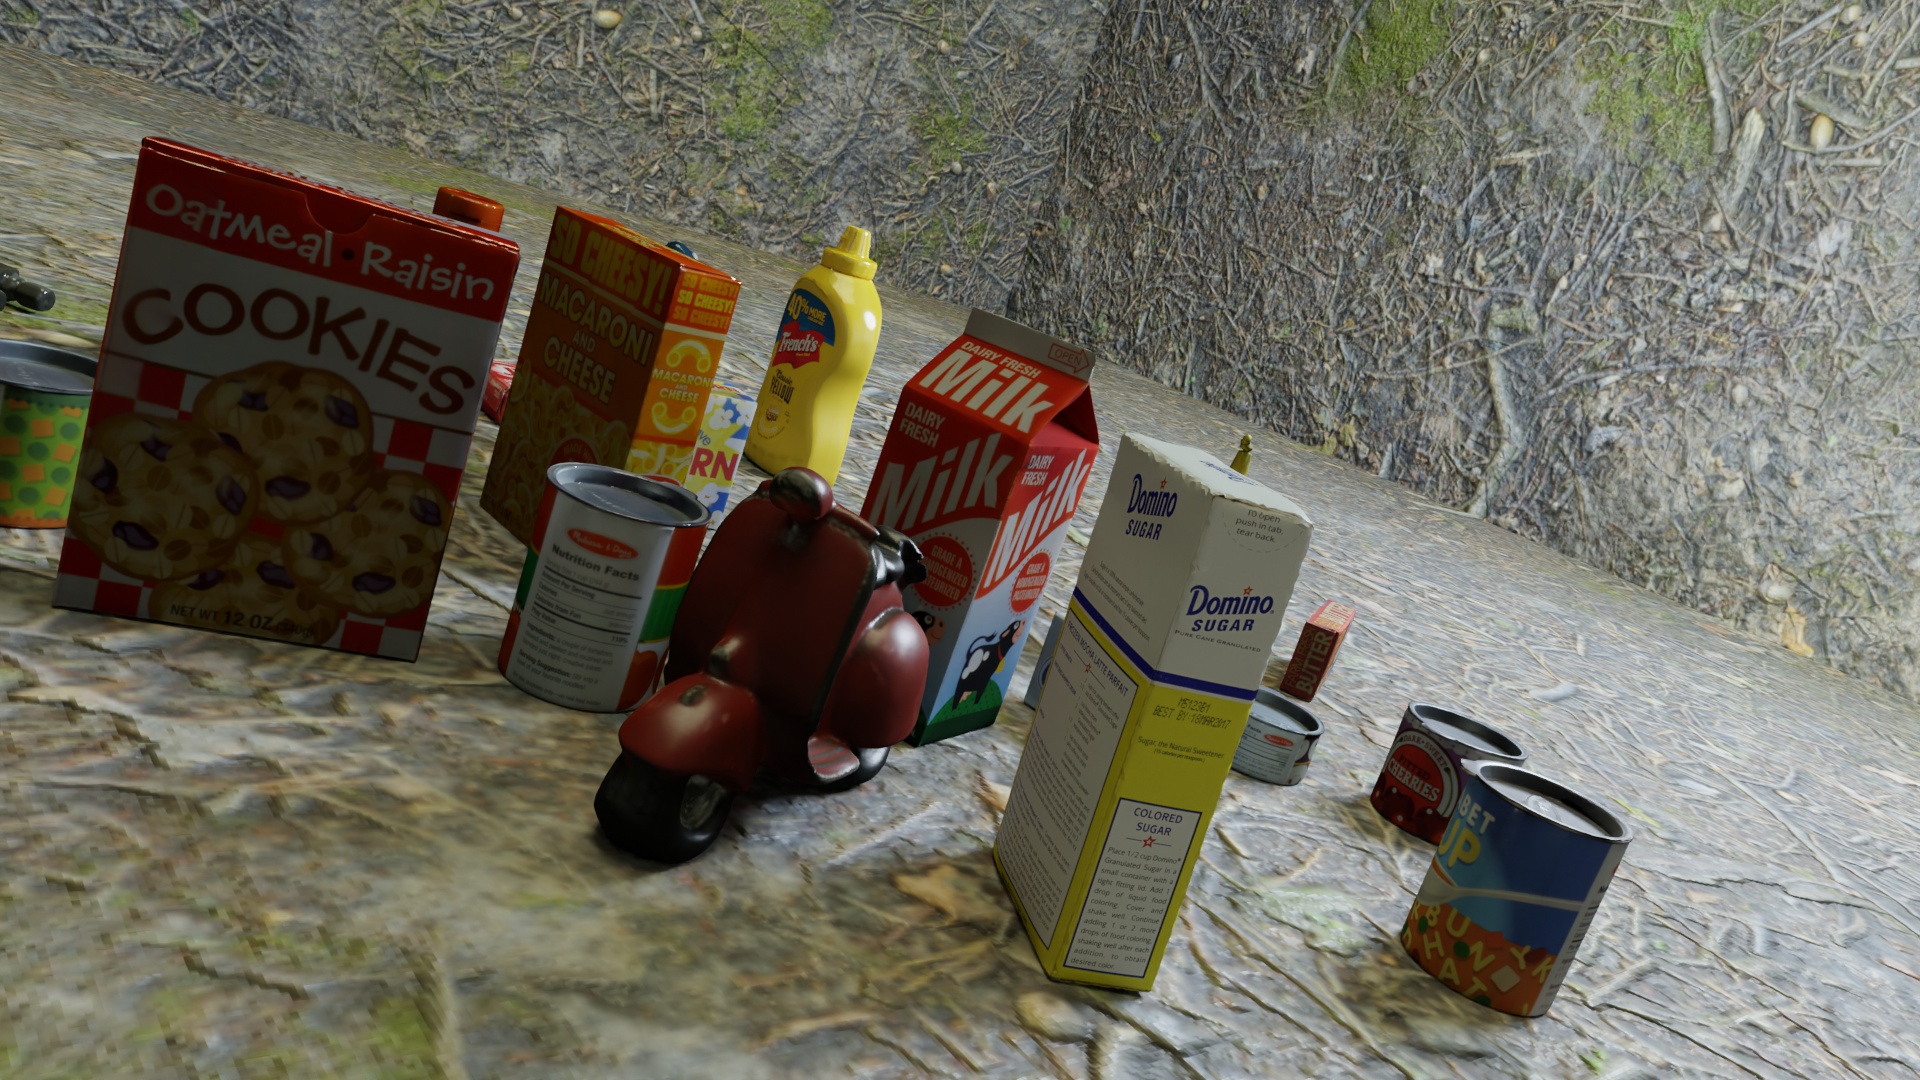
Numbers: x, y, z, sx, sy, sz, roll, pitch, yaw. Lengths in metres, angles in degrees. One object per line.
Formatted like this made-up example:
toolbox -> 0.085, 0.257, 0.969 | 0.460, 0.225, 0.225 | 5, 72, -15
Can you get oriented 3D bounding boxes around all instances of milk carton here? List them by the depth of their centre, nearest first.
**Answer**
milk carton -> 0.002, -0.008, 0.646 | 0.072, 0.190, 0.073 | 26, 14, 27

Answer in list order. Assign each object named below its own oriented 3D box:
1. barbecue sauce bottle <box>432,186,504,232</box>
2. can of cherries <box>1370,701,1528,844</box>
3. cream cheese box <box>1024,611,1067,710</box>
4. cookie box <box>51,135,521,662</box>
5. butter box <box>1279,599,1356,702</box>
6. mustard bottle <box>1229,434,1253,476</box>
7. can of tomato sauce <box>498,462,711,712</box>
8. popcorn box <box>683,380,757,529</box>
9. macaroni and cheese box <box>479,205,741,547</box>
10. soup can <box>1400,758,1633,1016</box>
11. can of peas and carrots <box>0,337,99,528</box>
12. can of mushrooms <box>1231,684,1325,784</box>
barbecue sauce bottle -> -0.297, -0.125, 0.795 | 0.065, 0.148, 0.044 | 15, 13, -17
can of cherries -> 0.262, 0.127, 0.752 | 0.071, 0.058, 0.071 | 18, 13, -4
cream cheese box -> 0.081, 0.081, 0.698 | 0.024, 0.053, 0.104 | 5, 19, -47
cookie box -> -0.243, -0.047, 0.507 | 0.123, 0.167, 0.040 | 13, 14, -25
butter box -> 0.249, 0.075, 0.963 | 0.024, 0.053, 0.104 | 23, 13, 18
mustard bottle -> 0.150, 0.011, 0.844 | 0.065, 0.159, 0.049 | 19, 12, -2
can of tomato sauce -> -0.145, 0.018, 0.567 | 0.071, 0.083, 0.071 | 18, 13, -4
popcorn box -> -0.191, -0.058, 0.810 | 0.127, 0.085, 0.038 | 8, 17, -40
macaroni and cheese box -> -0.180, -0.071, 0.700 | 0.040, 0.166, 0.124 | 6, 18, -47
soup can -> 0.229, 0.143, 0.583 | 0.071, 0.083, 0.071 | 18, 13, -4
can of peas and carrots -> -0.370, -0.043, 0.553 | 0.071, 0.058, 0.071 | 18, 13, -4
can of mushrooms -> 0.163, 0.104, 0.764 | 0.071, 0.033, 0.071 | 18, 13, -4
